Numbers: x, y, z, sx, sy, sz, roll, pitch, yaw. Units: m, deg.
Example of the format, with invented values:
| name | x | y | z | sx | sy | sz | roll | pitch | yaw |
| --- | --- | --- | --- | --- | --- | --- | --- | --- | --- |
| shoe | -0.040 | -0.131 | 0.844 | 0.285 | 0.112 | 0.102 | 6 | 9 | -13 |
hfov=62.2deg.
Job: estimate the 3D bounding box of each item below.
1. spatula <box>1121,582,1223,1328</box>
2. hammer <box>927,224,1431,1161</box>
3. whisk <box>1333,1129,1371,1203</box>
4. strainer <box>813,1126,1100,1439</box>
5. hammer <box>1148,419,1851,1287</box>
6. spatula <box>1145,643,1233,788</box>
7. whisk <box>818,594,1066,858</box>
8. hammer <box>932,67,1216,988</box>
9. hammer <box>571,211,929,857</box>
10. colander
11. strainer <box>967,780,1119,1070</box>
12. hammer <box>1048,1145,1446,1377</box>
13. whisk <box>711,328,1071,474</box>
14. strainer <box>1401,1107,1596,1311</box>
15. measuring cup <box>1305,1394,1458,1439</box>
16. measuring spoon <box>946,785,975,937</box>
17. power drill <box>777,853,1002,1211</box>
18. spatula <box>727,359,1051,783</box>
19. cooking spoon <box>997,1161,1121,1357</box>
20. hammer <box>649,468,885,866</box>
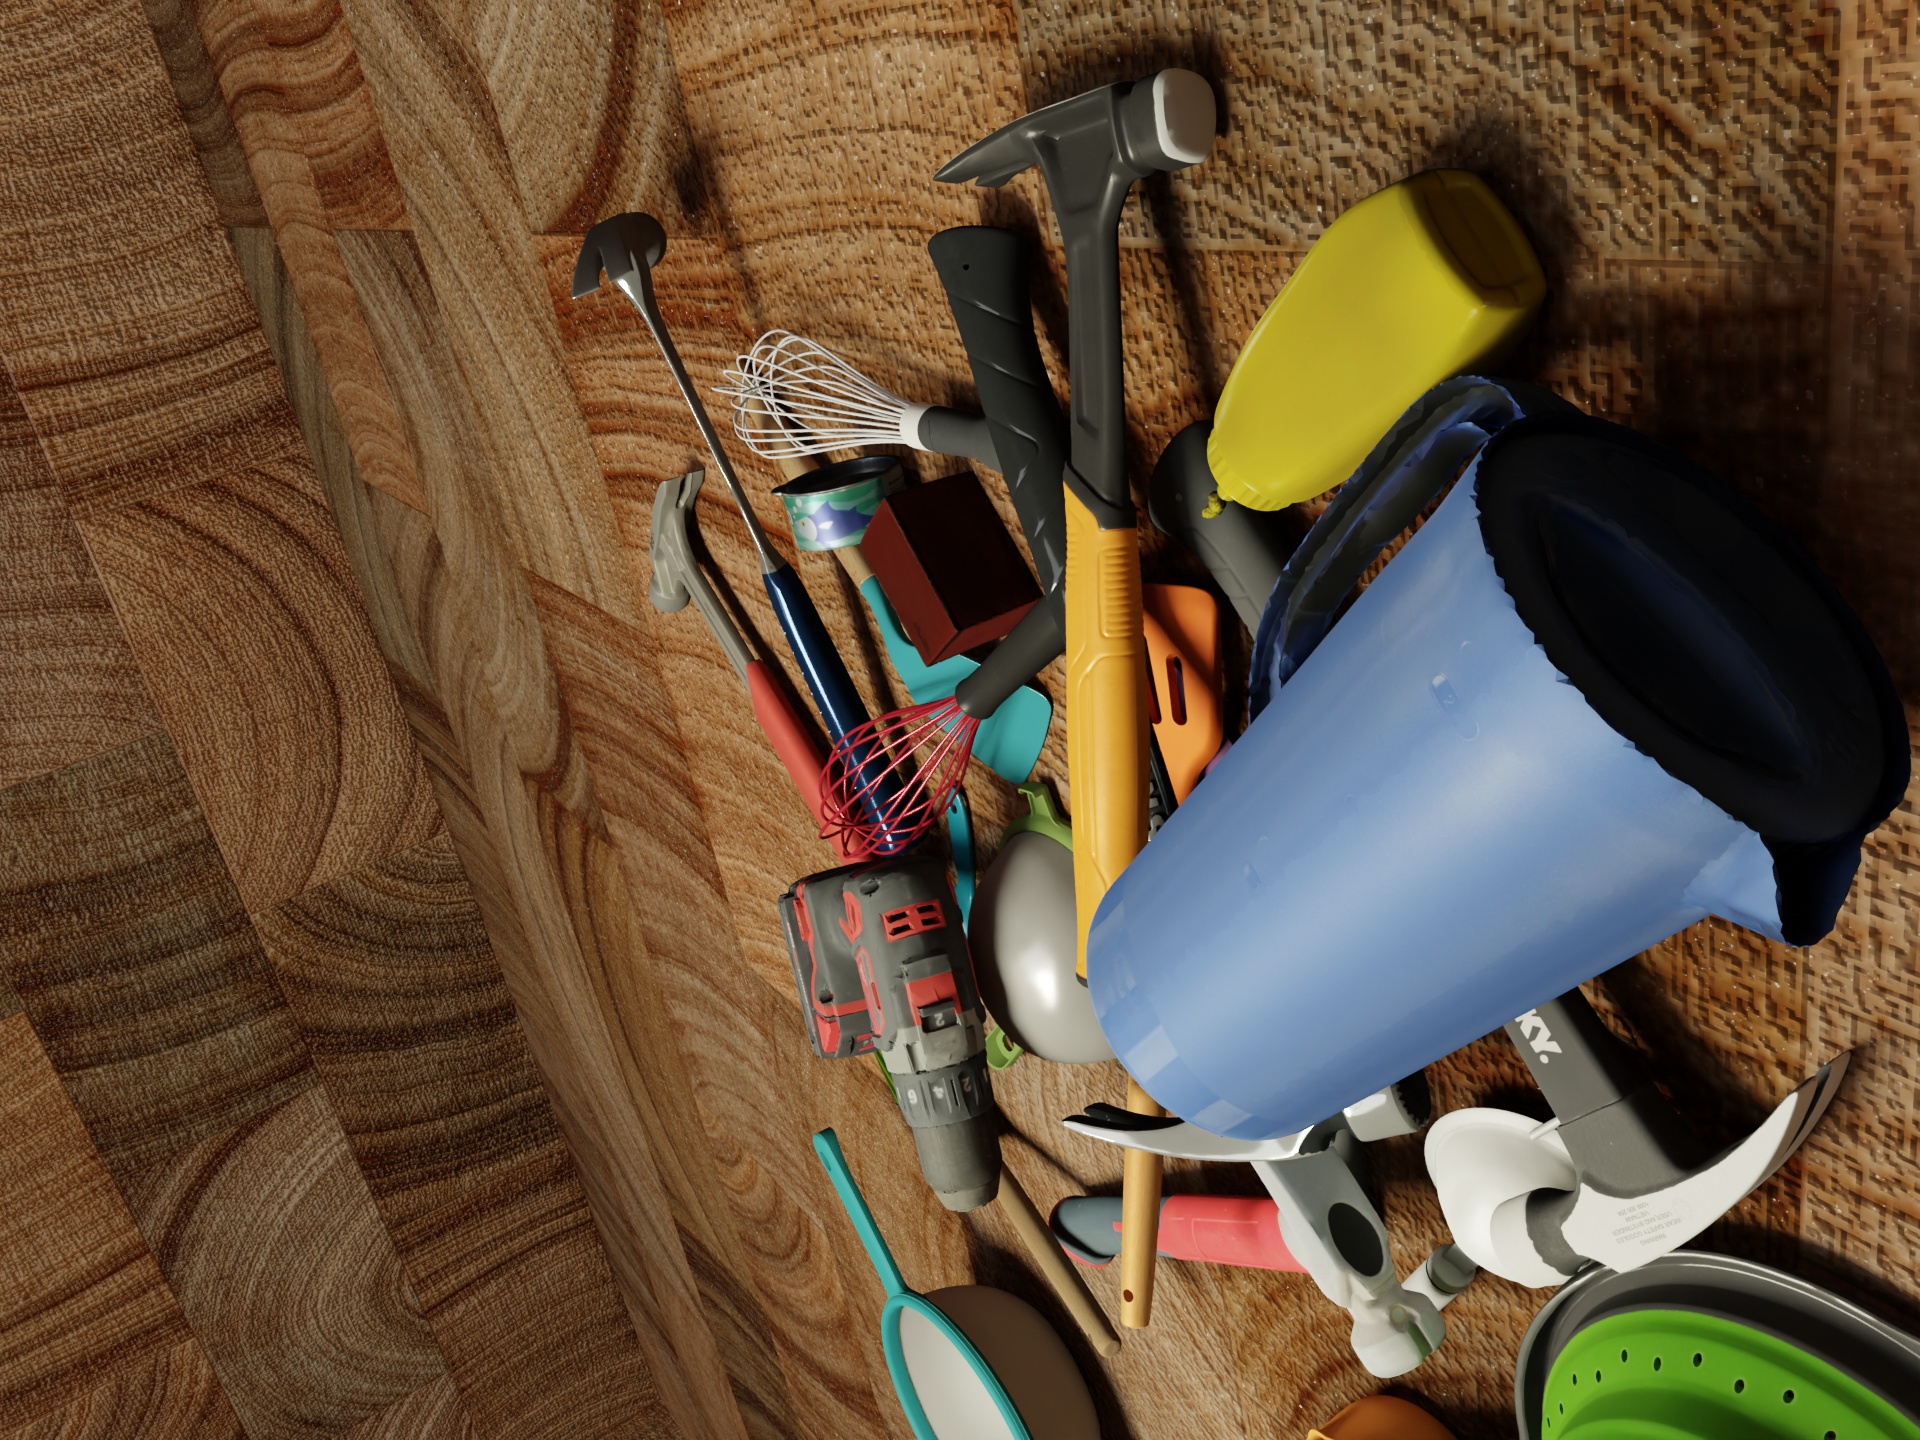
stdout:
| name | x | y | z | sx | sy | sz | roll | pitch | yaw |
| --- | --- | --- | --- | --- | --- | --- | --- | --- | --- |
| spatula | 0.079 | 0.103 | 0.690 | 0.081 | 0.041 | 0.322 | 3 | 90 | 41 |
| hammer | 0.058 | -0.018 | 0.660 | 0.149 | 0.036 | 0.409 | -22 | 81 | 32 |
| whisk | 0.161 | 0.172 | 0.705 | 0.055 | 0.055 | 0.238 | 31 | 142 | 49 |
| strainer | 0.006 | 0.441 | 1.174 | 0.341 | 0.095 | 0.211 | 60 | 151 | 16 |
| hammer | 0.166 | 0.030 | 0.571 | 0.335 | 0.035 | 0.146 | 61 | 142 | 17 |
| spatula | 0.147 | 0.050 | 0.659 | 0.316 | 0.018 | 0.059 | 43 | 138 | 40 |
| whisk | -0.001 | -0.003 | 0.814 | 0.073 | 0.073 | 0.295 | 60 | 141 | 11 |
| hammer | 0.049 | -0.062 | 0.612 | 0.127 | 0.034 | 0.337 | 5 | 100 | 52 |
| hammer | -0.115 | -0.097 | 0.926 | 0.144 | 0.035 | 0.405 | -92 | -22 | -70 |
| colander | 0.221 | 0.318 | 0.593 | 0.397 | 0.094 | 0.204 | -37 | 80 | 54 |
| strainer | 0.032 | 0.158 | 0.905 | 0.152 | 0.069 | 0.256 | 55 | 151 | 20 |
| hammer | 0.107 | 0.251 | 0.829 | 0.143 | 0.038 | 0.386 | 57 | 160 | 6 |
| whisk | -0.036 | -0.150 | 0.794 | 0.285 | 0.070 | 0.070 | 24 | 132 | 48 |
| strainer | 0.211 | 0.232 | 0.674 | 0.087 | 0.050 | 0.258 | 37 | 148 | 20 |
| measuring cup | 0.229 | 0.356 | 0.735 | 0.095 | 0.052 | 0.173 | 60 | 146 | 11 |
| measuring spoon | -0.005 | 0.094 | 0.974 | 0.042 | 0.021 | 0.128 | 37 | 144 | 44 |
| power drill | -0.036 | 0.169 | 0.917 | 0.227 | 0.080 | 0.188 | 169 | 88 | -75 |
| spatula | -0.053 | -0.098 | 0.903 | 0.318 | 0.044 | 0.082 | 58 | 154 | 26 |
| cooking spoon | 0.029 | 0.302 | 1.029 | 0.319 | 0.017 | 0.068 | -139 | 33 | -62 |
| hammer | -0.120 | 0.002 | 1.096 | 0.359 | 0.036 | 0.149 | 57 | 153 | 17 |
